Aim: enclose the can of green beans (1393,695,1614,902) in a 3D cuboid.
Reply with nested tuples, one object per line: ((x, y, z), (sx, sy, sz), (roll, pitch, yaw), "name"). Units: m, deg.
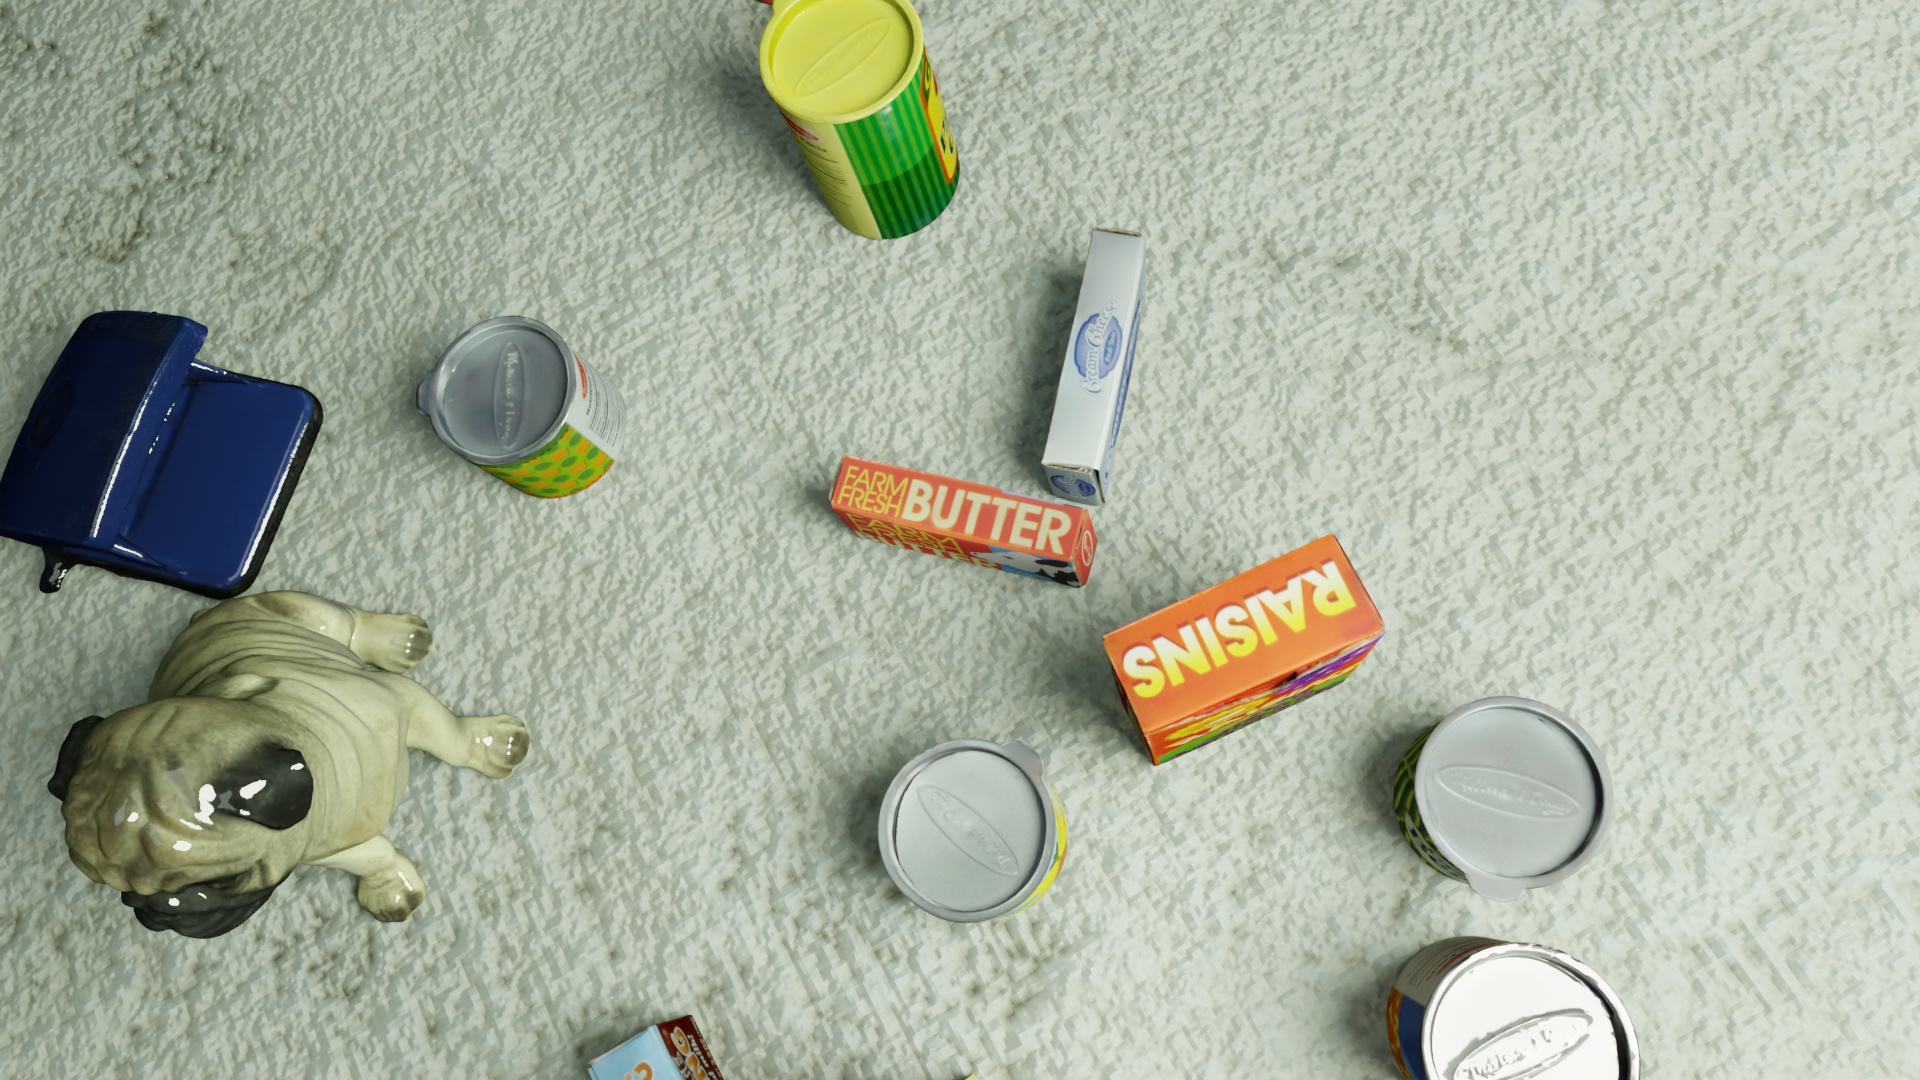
((0.196, 0.093, 0.508), (0.071, 0.057, 0.071), (-2, 75, 9), "can of green beans")

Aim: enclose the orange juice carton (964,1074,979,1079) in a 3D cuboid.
((-0.010, 0.231, 0.434), (0.072, 0.192, 0.073), (42, 86, 16), "orange juice carton")

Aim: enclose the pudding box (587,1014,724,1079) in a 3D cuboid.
((-0.103, 0.225, 0.525), (0.030, 0.049, 0.084), (-32, 73, 0), "pudding box")

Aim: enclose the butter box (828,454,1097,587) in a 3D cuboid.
((0.002, -0.007, 0.567), (0.103, 0.053, 0.024), (13, 78, 12), "butter box")

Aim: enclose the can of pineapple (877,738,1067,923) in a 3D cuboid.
((0.008, 0.111, 0.533), (0.071, 0.057, 0.071), (-2, 75, 9), "can of pineapple")

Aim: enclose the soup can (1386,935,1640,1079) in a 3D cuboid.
((0.186, 0.173, 0.475), (0.071, 0.083, 0.071), (-2, 76, 9), "soup can")

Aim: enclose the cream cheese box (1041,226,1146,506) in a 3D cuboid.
((0.057, -0.070, 0.575), (0.024, 0.053, 0.104), (10, 77, 11), "cream cheese box")

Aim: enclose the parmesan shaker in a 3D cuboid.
((-0.041, -0.183, 0.594), (0.071, 0.103, 0.071), (-2, 76, 9), "parmesan shaker")

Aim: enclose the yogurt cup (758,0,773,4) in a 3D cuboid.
((-0.089, -0.292, 0.656), (0.072, 0.054, 0.072), (-2, 75, 9), "yogurt cup")

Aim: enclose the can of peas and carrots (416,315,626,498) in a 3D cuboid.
((-0.190, -0.056, 0.608), (0.071, 0.058, 0.071), (-2, 75, 9), "can of peas and carrots")

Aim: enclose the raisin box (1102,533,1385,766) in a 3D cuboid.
((0.099, 0.044, 0.502), (0.086, 0.123, 0.040), (-24, 74, 3), "raisin box")
